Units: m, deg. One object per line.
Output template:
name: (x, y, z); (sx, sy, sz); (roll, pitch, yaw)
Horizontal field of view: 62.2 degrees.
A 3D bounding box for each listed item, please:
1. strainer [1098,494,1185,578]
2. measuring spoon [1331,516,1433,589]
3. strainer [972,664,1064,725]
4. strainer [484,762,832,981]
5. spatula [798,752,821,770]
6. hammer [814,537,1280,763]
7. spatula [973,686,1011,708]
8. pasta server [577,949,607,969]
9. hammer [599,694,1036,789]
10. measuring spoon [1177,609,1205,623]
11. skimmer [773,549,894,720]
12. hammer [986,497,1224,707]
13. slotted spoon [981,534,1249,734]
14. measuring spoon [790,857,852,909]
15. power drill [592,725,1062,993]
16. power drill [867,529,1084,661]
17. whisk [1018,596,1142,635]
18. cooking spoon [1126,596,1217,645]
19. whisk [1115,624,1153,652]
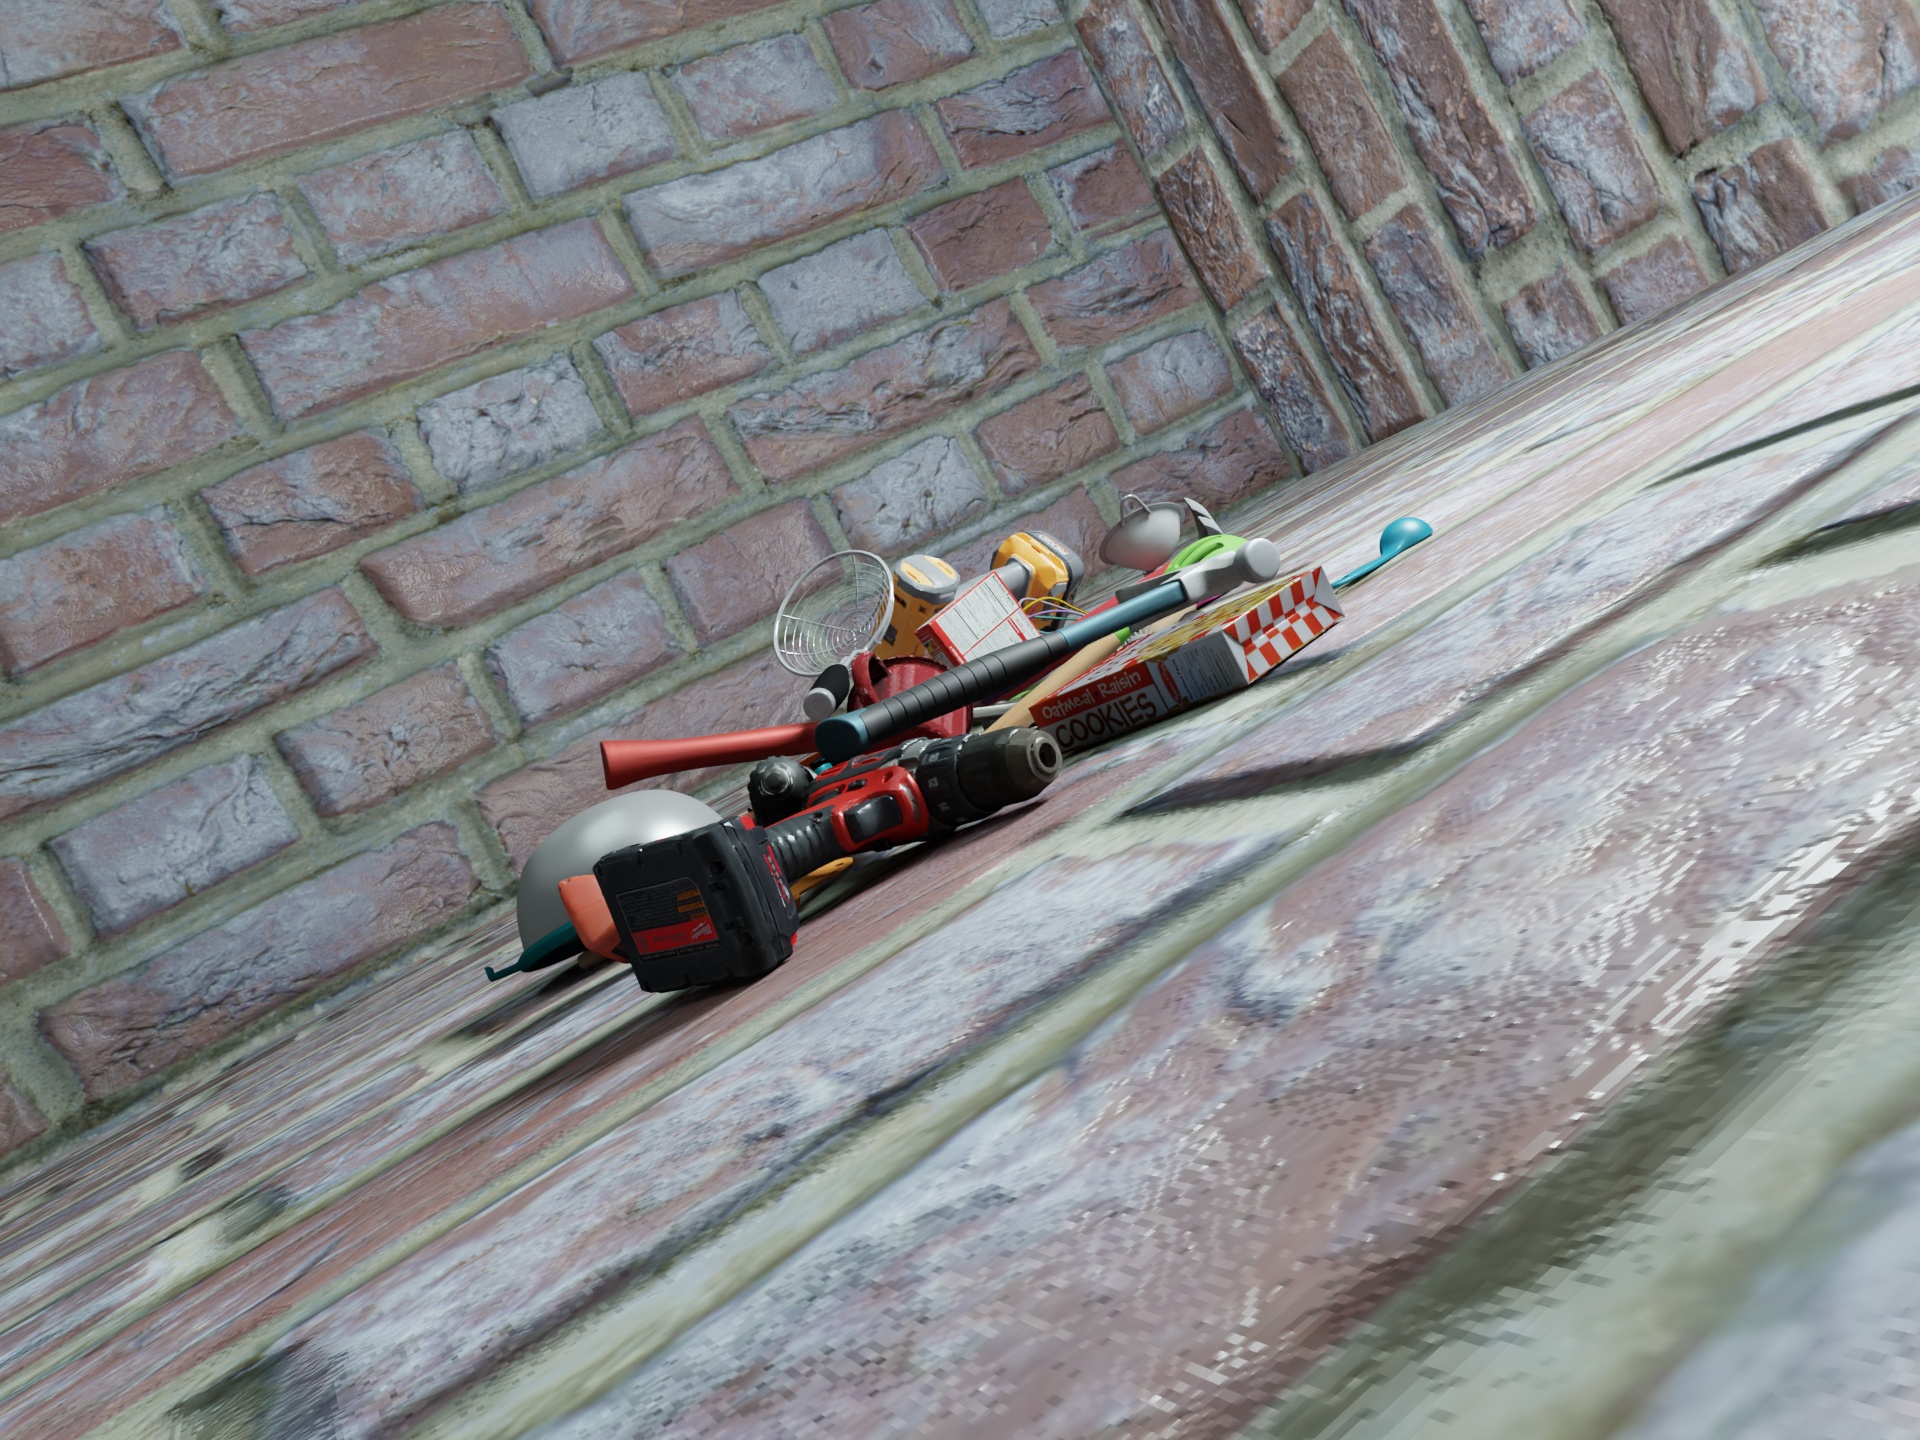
strainer: (0.182, -0.144, 1.495); (0.087, 0.050, 0.258); (-28, -18, 5)
measuring spoon: (0.306, -0.126, 1.178); (0.128, 0.021, 0.042); (-29, 4, -41)
strainer: (0.041, -0.051, 1.696); (0.151, 0.069, 0.256); (-29, 6, -23)
strainer: (-0.234, 0.087, 1.264); (0.340, 0.095, 0.211); (-33, -7, 31)
spatula: (-0.216, 0.077, 2.015); (0.081, 0.041, 0.322); (-30, 3, -17)
hammer: (0.054, -0.046, 1.070); (0.331, 0.033, 0.128); (-24, 3, -23)
spatula: (-0.002, -0.004, 1.364); (0.316, 0.018, 0.060); (-35, -4, 21)
pasta server: (-0.161, 0.117, 1.223); (0.316, 0.040, 0.060); (-31, 3, 10)
hammer: (-0.092, 0.009, 1.216); (0.359, 0.037, 0.149); (-8, -7, -22)
measuring spoon: (0.170, -0.070, 1.432); (0.124, 0.018, 0.034); (-27, 4, 29)
skimmer: (-0.114, -0.067, 1.267); (0.127, 0.090, 0.363); (-39, 8, 8)
hammer: (0.067, -0.057, 1.402); (0.386, 0.038, 0.143); (-33, -24, 5)
slotted spoon: (0.097, -0.046, 1.190); (0.314, 0.031, 0.070); (-40, 23, -10)
measuring spoon: (-0.092, 0.105, 1.007); (0.021, 0.011, 0.117); (-10, 6, 18)
power drill: (-0.066, 0.064, 0.884); (0.188, 0.080, 0.226); (-17, 6, 43)
power drill: (0.002, -0.082, 1.512); (0.226, 0.084, 0.185); (-20, -40, -43)
whisk: (0.127, -0.096, 1.526); (0.051, 0.047, 0.245); (12, 11, 38)
cooking spoon: (0.222, -0.110, 1.594); (0.069, 0.017, 0.319); (-27, 3, 29)
whisk: (0.141, -0.057, 1.269); (0.055, 0.055, 0.239); (-28, 8, 2)
